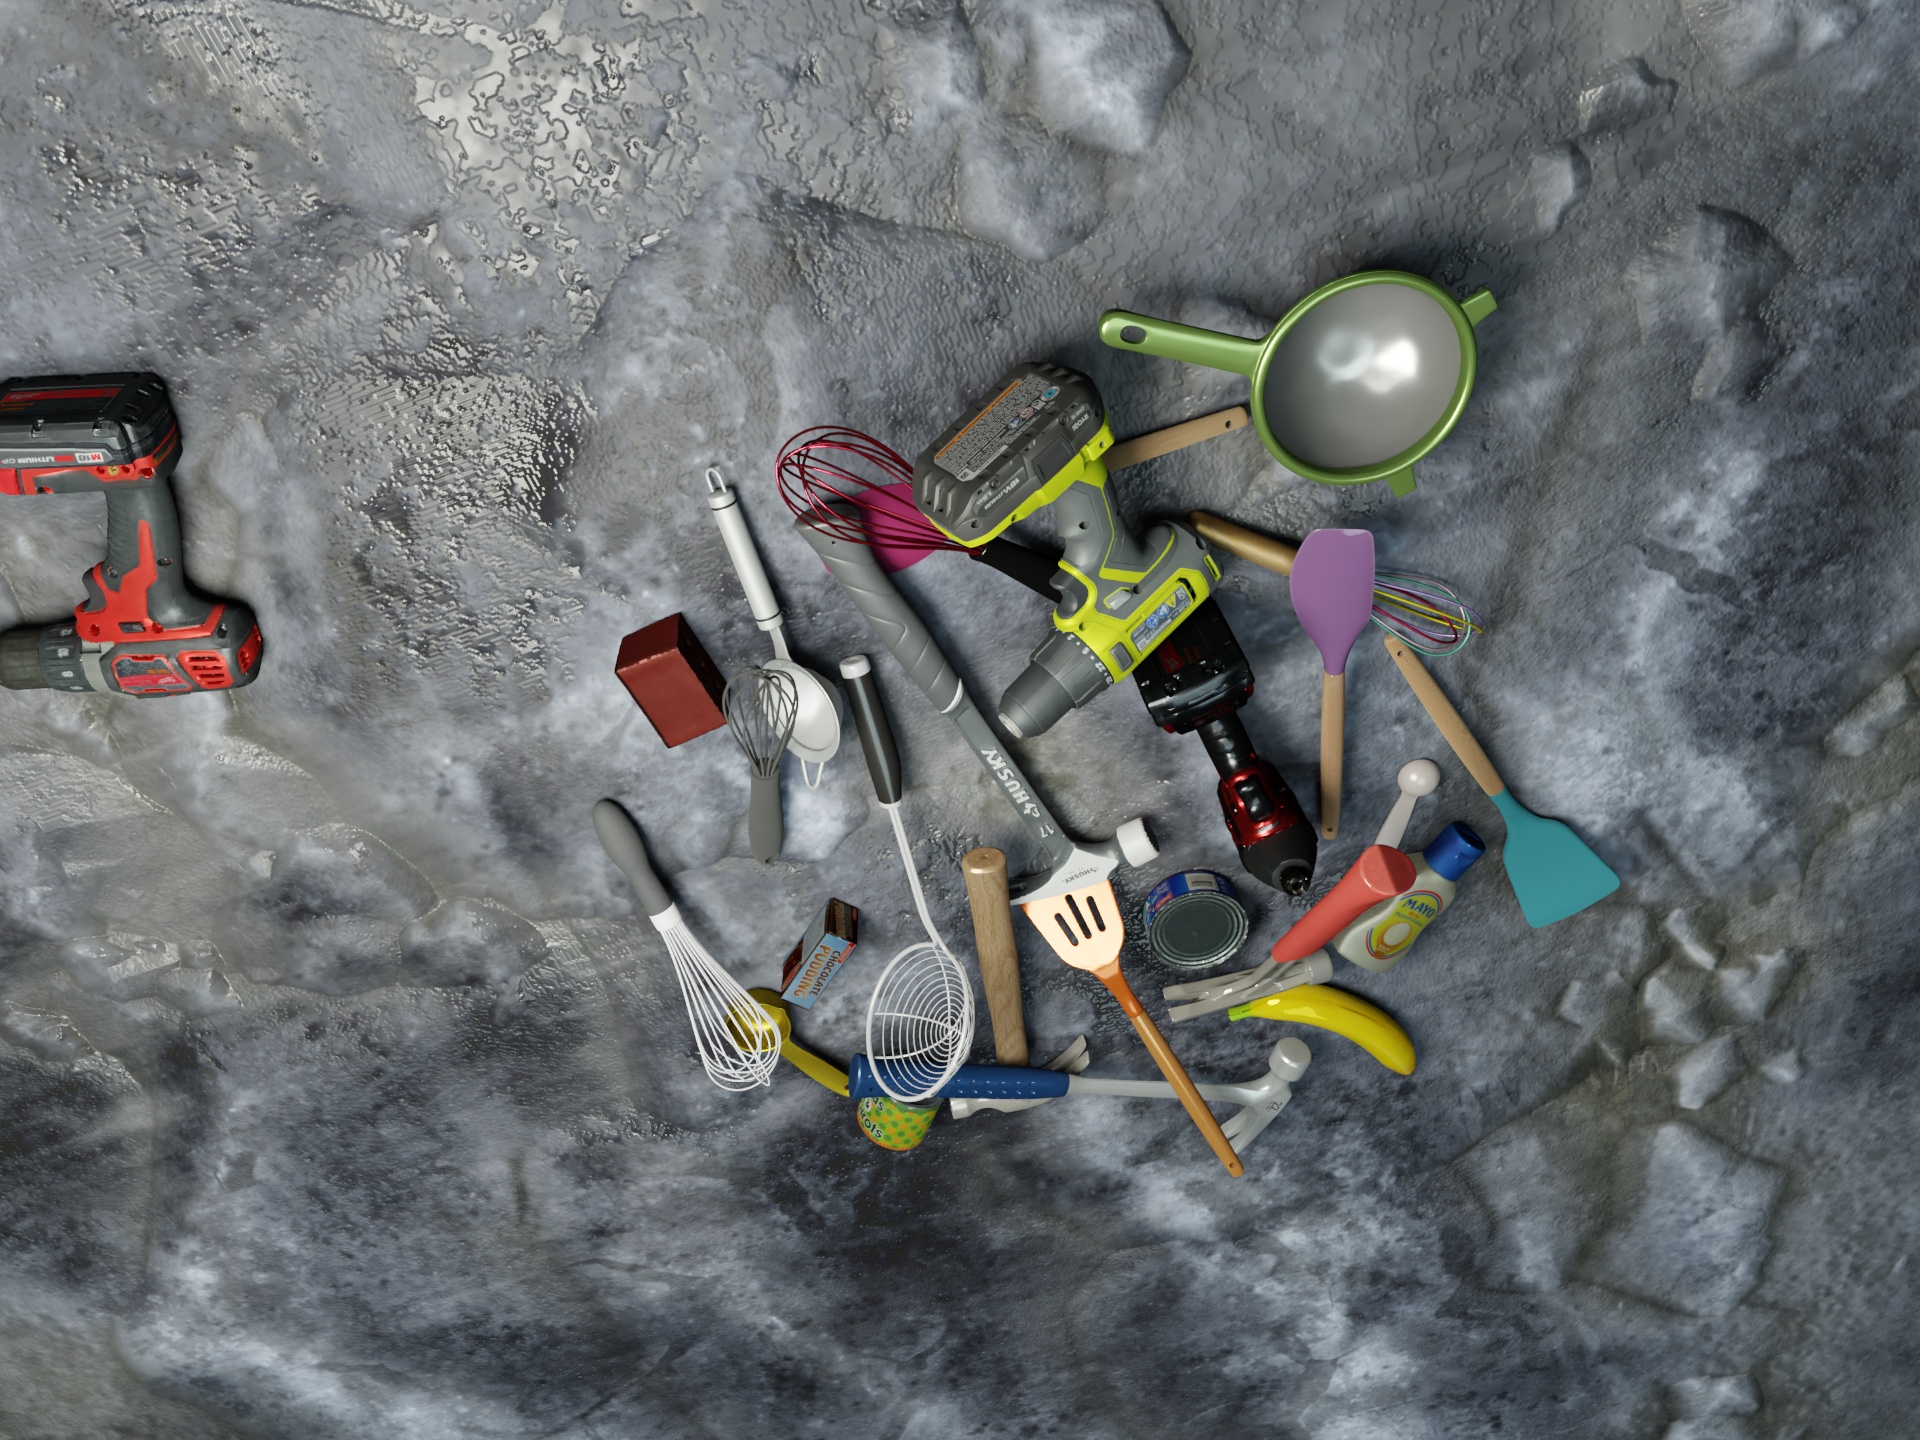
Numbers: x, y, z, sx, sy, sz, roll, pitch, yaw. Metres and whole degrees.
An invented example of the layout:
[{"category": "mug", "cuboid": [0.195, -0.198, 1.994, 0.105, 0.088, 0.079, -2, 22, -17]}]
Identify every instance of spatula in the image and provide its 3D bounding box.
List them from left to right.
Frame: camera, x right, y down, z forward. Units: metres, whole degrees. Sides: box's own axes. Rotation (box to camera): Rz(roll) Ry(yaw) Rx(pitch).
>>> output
[{"category": "spatula", "cuboid": [0.161, 0.262, 1.355, 0.081, 0.041, 0.322, -30, 106, 8]}, {"category": "spatula", "cuboid": [0.284, -0.020, 1.219, 0.060, 0.018, 0.315, 2, 134, 14]}, {"category": "spatula", "cuboid": [0.425, 0.044, 1.284, 0.082, 0.044, 0.317, -32, 119, 19]}]

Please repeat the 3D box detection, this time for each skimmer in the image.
[{"category": "skimmer", "cuboid": [-0.063, 0.129, 1.249, 0.090, 0.127, 0.363, -27, 116, -28]}]

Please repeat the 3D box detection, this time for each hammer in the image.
[{"category": "hammer", "cuboid": [-0.002, -0.004, 1.210, 0.149, 0.036, 0.408, -26, 123, 16]}, {"category": "hammer", "cuboid": [0.039, 0.227, 1.351, 0.130, 0.031, 0.331, -10, 132, -2]}, {"category": "hammer", "cuboid": [0.101, 0.327, 1.404, 0.405, 0.035, 0.144, 6, 129, -15]}, {"category": "hammer", "cuboid": [0.261, 0.168, 1.231, 0.149, 0.037, 0.358, -13, 160, -9]}]

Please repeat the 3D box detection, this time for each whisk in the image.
[{"category": "whisk", "cuboid": [-0.224, 0.185, 1.292, 0.070, 0.070, 0.284, -23, 109, 10]}, {"category": "whisk", "cuboid": [-0.150, 0.040, 1.201, 0.055, 0.055, 0.238, 0, 141, -5]}, {"category": "whisk", "cuboid": [-0.003, -0.129, 1.105, 0.295, 0.073, 0.073, 20, 120, -34]}, {"category": "whisk", "cuboid": [0.277, -0.104, 1.179, 0.245, 0.047, 0.051, 19, 121, -11]}]

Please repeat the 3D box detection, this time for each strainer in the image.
[{"category": "strainer", "cuboid": [-0.134, -0.068, 1.163, 0.087, 0.050, 0.258, 10, 129, 43]}, {"category": "strainer", "cuboid": [0.212, -0.247, 1.060, 0.256, 0.069, 0.151, 9, 124, -10]}]

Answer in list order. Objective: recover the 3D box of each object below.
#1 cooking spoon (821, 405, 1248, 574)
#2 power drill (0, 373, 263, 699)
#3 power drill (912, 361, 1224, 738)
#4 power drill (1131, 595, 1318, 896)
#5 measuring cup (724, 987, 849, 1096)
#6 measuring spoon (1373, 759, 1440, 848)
[{"category": "cooking spoon", "cuboid": [0.048, -0.166, 1.128, 0.319, 0.017, 0.068, -18, 123, 7]}, {"category": "power drill", "cuboid": [-0.595, -0.112, 1.075, 0.188, 0.080, 0.226, -3, 126, -3]}, {"category": "power drill", "cuboid": [0.065, -0.108, 1.081, 0.190, 0.080, 0.228, -43, 131, -6]}, {"category": "power drill", "cuboid": [0.206, 0.028, 1.196, 0.078, 0.143, 0.219, -26, 119, 9]}, {"category": "measuring cup", "cuboid": [-0.143, 0.286, 1.402, 0.062, 0.029, 0.156, -38, 121, 18]}, {"category": "measuring spoon", "cuboid": [0.366, 0.086, 1.320, 0.034, 0.018, 0.124, 9, 123, -11]}]
